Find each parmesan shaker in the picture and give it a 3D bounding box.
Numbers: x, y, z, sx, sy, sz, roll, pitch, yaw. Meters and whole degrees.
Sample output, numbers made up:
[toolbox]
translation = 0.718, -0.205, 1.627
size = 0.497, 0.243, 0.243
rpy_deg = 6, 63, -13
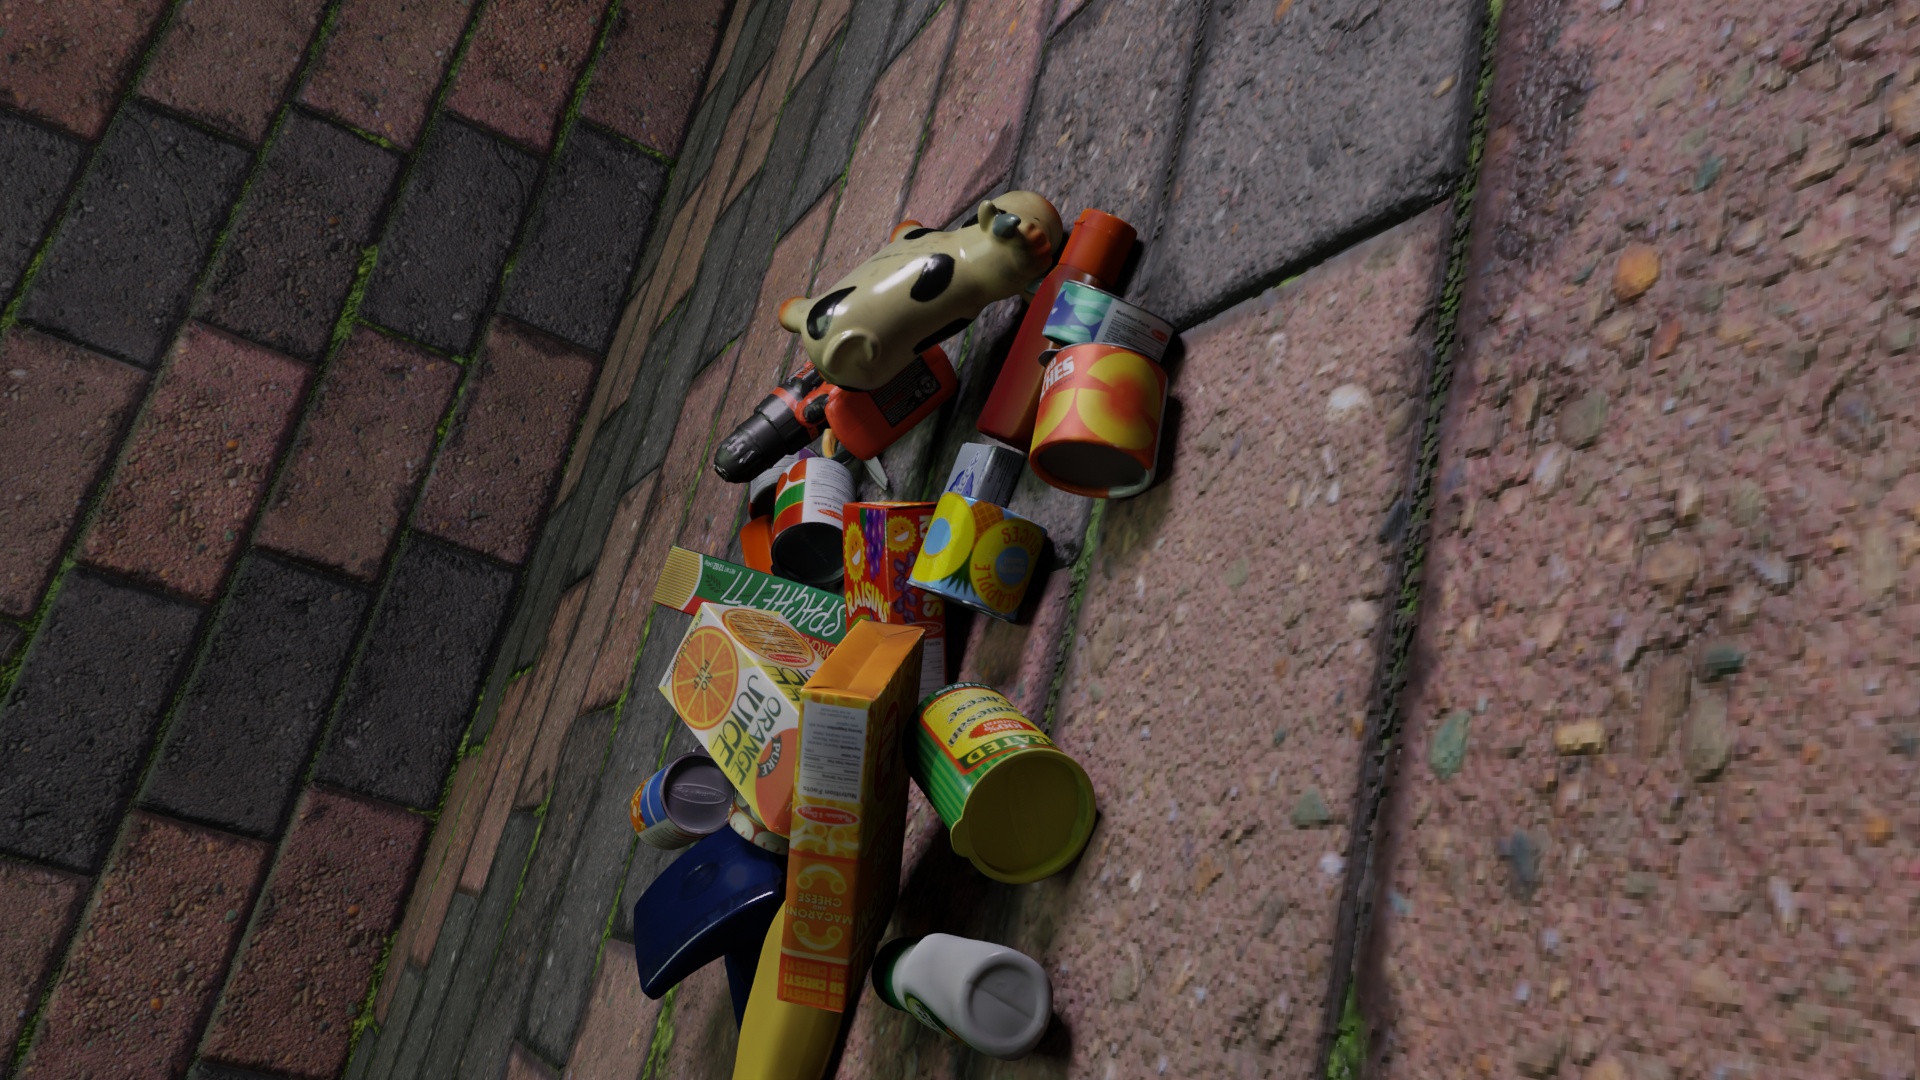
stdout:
[parmesan shaker]
translation = 0.013, 0.116, 0.681
size = 0.071, 0.071, 0.103
rpy_deg = -66, 22, 4

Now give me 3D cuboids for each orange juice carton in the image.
[orange juice carton]
translation = -0.109, 0.124, 0.896
size = 0.193, 0.073, 0.071
rpy_deg = 42, 109, 38

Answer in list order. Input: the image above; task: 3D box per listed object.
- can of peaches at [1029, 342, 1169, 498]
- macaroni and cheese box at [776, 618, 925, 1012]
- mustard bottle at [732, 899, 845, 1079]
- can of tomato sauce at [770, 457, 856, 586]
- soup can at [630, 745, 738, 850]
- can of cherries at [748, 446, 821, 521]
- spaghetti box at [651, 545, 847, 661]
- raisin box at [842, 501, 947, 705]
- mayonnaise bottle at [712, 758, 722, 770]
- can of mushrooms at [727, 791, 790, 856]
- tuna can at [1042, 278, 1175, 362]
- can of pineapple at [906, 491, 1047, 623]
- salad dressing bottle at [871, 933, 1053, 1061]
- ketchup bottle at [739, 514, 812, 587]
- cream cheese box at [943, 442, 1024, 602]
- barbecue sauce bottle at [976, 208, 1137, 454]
[can of peaches]
translation = 0.070, -0.062, 0.720
size = 0.071, 0.071, 0.058
rpy_deg = -29, 45, 57
[macaroni and cheese box]
translation = -0.055, 0.139, 0.727
size = 0.124, 0.040, 0.166
rpy_deg = -51, -32, -74
[mustard bottle]
translation = -0.101, 0.290, 0.804
size = 0.065, 0.049, 0.160
rpy_deg = -15, 56, 63
[can of tomato sauce]
translation = -0.116, -0.014, 1.097
size = 0.071, 0.071, 0.083
rpy_deg = -53, 26, 32
[soup can]
translation = -0.226, 0.211, 1.134
size = 0.083, 0.071, 0.071
rpy_deg = -35, 39, 53
[can of cherries]
translation = -0.148, -0.041, 1.203
size = 0.071, 0.071, 0.059
rpy_deg = -54, 27, 30
[spaghetti box]
translation = -0.151, 0.050, 1.053
size = 0.250, 0.028, 0.050
rpy_deg = 13, 81, 46
[raisin box]
translation = -0.041, 0.038, 0.862
size = 0.086, 0.040, 0.123
rpy_deg = -174, 81, -68
[mayonnaise bottle]
translation = -0.171, 0.126, 1.060
size = 0.041, 0.065, 0.147
rpy_deg = -38, -24, -33
[can of mushrooms]
translation = -0.121, 0.180, 0.924
size = 0.033, 0.071, 0.071
rpy_deg = -67, 22, 7
[tuna can]
translation = 0.079, -0.114, 0.753
size = 0.033, 0.071, 0.071
rpy_deg = -66, 22, 5
[can of pineapple]
translation = 0.011, 0.010, 0.792
size = 0.071, 0.071, 0.058
rpy_deg = 11, 79, 67
[salad dressing bottle]
translation = -0.005, 0.210, 0.655
size = 0.044, 0.064, 0.147
rpy_deg = -61, 11, -20
[ketchup bottle]
translation = -0.142, 0.048, 1.109
size = 0.043, 0.064, 0.149
rpy_deg = -32, 42, 12
[cream cheese box]
translation = 0.003, -0.011, 0.883
size = 0.053, 0.024, 0.104
rpy_deg = 10, 79, 68
[barbecue sauce bottle]
translation = 0.060, -0.125, 0.837
size = 0.148, 0.043, 0.065
rpy_deg = -66, 23, 2
